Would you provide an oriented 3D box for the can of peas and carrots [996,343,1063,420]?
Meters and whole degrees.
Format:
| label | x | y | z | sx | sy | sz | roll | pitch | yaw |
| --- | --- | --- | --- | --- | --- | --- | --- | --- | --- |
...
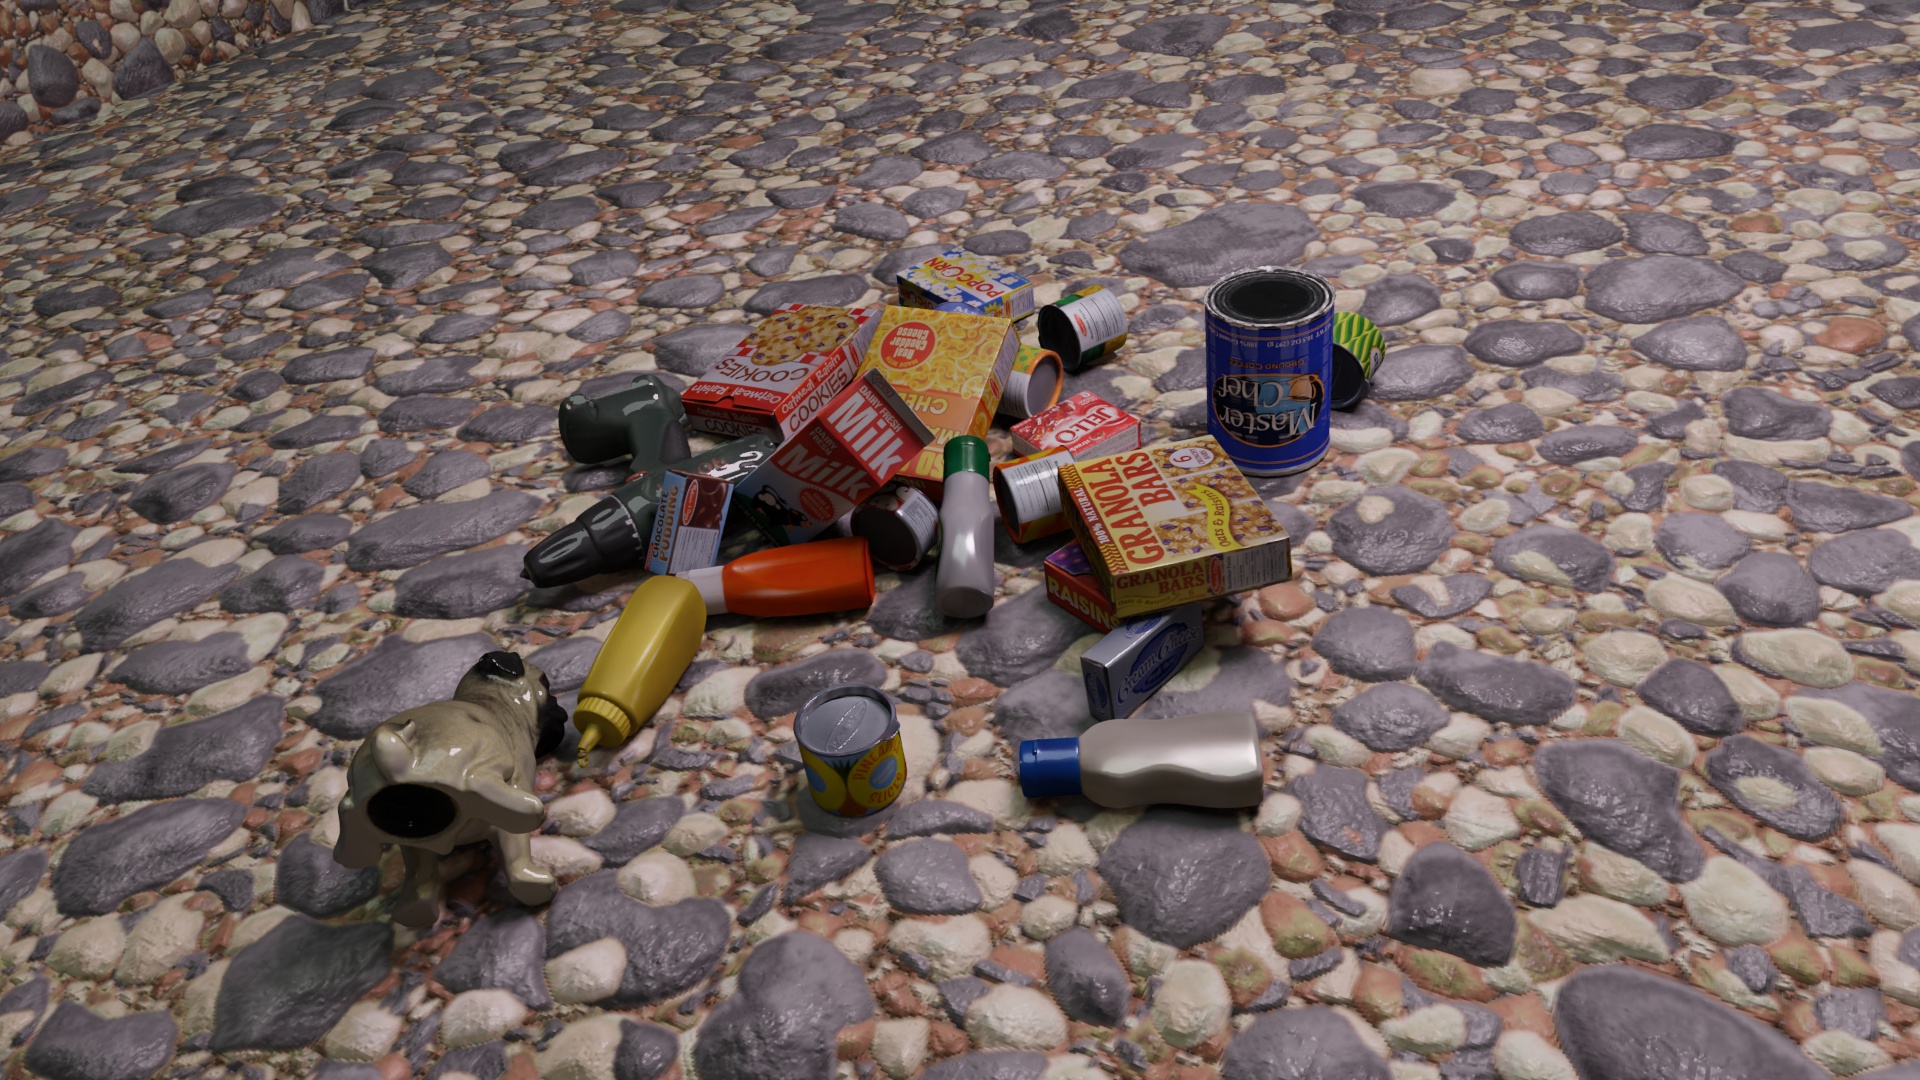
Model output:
| label | x | y | z | sx | sy | sz | roll | pitch | yaw |
| --- | --- | --- | --- | --- | --- | --- | --- | --- | --- |
| can of peas and carrots | 0.053 | -0.144 | 1.242 | 0.059 | 0.070 | 0.071 | 19 | 44 | 31 |

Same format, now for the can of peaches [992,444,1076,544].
| label | x | y | z | sx | sy | sz | roll | pitch | yaw |
| --- | --- | --- | --- | --- | --- | --- | --- | --- | --- |
| can of peaches | 0.062 | -0.035 | 1.096 | 0.058 | 0.071 | 0.071 | -17 | 37 | -11 |

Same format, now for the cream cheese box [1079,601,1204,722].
| label | x | y | z | sx | sy | sz | roll | pitch | yaw |
| --- | --- | --- | --- | --- | --- | --- | --- | --- | --- |
| cream cheese box | 0.126 | 0.075 | 0.943 | 0.104 | 0.053 | 0.024 | -35 | 39 | -32 |

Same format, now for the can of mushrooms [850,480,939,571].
| label | x | y | z | sx | sy | sz | roll | pitch | yaw |
| --- | --- | --- | --- | --- | --- | --- | --- | --- | --- |
| can of mushrooms | -0.052 | -0.011 | 1.084 | 0.071 | 0.070 | 0.034 | 13 | 42 | 27 |

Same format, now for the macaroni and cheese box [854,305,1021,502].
| label | x | y | z | sx | sy | sz | roll | pitch | yaw |
| --- | --- | --- | --- | --- | --- | --- | --- | --- | --- |
| macaroni and cheese box | -0.034 | -0.119 | 1.191 | 0.124 | 0.040 | 0.167 | 10 | 66 | 24 |

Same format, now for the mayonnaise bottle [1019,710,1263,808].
| label | x | y | z | sx | sy | sz | roll | pitch | yaw |
| --- | --- | --- | --- | --- | --- | --- | --- | --- | --- |
| mayonnaise bottle | 0.112 | 0.139 | 0.871 | 0.148 | 0.041 | 0.065 | -4 | 35 | 7 |

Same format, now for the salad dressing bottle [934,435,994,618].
| label | x | y | z | sx | sy | sz | roll | pitch | yaw |
| --- | --- | --- | --- | --- | --- | --- | --- | --- | --- |
| salad dressing bottle | 0.004 | -0.013 | 1.057 | 0.044 | 0.064 | 0.148 | -3 | 53 | 6 |

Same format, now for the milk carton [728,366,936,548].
| label | x | y | z | sx | sy | sz | roll | pitch | yaw |
| --- | --- | --- | --- | --- | --- | --- | --- | --- | --- |
| milk carton | -0.094 | -0.065 | 1.071 | 0.189 | 0.072 | 0.074 | -31 | 14 | 47 |

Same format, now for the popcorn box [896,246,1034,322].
| label | x | y | z | sx | sy | sz | roll | pitch | yaw |
| --- | --- | --- | --- | --- | --- | --- | --- | --- | --- |
| popcorn box | 0.004 | -0.253 | 1.419 | 0.085 | 0.038 | 0.127 | -29 | 41 | -25 |

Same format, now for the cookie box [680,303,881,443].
| label | x | y | z | sx | sy | sz | roll | pitch | yaw |
| --- | --- | --- | --- | --- | --- | --- | --- | --- | --- |
| cookie box | -0.165 | -0.161 | 1.303 | 0.123 | 0.040 | 0.168 | 11 | 46 | 35 |

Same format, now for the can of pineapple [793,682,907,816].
| label | x | y | z | sx | sy | sz | roll | pitch | yaw |
| --- | --- | --- | --- | --- | --- | --- | --- | --- | --- |
| can of pineapple | -0.069 | 0.136 | 0.896 | 0.071 | 0.057 | 0.071 | -6 | 37 | 4 |

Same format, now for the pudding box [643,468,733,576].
| label | x | y | z | sx | sy | sz | roll | pitch | yaw |
| --- | --- | --- | --- | --- | --- | --- | --- | --- | --- |
| pudding box | -0.213 | -0.012 | 1.091 | 0.030 | 0.083 | 0.050 | 18 | 7 | 39 |

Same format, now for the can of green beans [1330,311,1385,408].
| label | x | y | z | sx | sy | sz | roll | pitch | yaw |
| --- | --- | --- | --- | --- | --- | --- | --- | --- | --- |
| can of green beans | 0.327 | -0.157 | 1.204 | 0.071 | 0.071 | 0.058 | 16 | 42 | 29 |

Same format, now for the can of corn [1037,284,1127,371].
| label | x | y | z | sx | sy | sz | roll | pitch | yaw |
| --- | --- | --- | --- | --- | --- | --- | --- | --- | --- |
| can of corn | 0.114 | -0.200 | 1.306 | 0.058 | 0.070 | 0.071 | -26 | 40 | -23 |

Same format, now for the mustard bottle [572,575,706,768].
| label | x | y | z | sx | sy | sz | roll | pitch | yaw |
| --- | --- | --- | --- | --- | --- | --- | --- | --- | --- |
| mustard bottle | -0.233 | 0.095 | 0.980 | 0.049 | 0.065 | 0.161 | 9 | 44 | 16 |

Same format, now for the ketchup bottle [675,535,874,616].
| label | x | y | z | sx | sy | sz | roll | pitch | yaw |
| --- | --- | --- | --- | --- | --- | --- | --- | --- | --- |
| ketchup bottle | -0.142 | 0.032 | 1.062 | 0.149 | 0.043 | 0.065 | -7 | 36 | 2 |

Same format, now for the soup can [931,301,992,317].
| label | x | y | z | sx | sy | sz | roll | pitch | yaw |
| --- | --- | --- | --- | --- | --- | --- | --- | --- | --- |
| soup can | -0.006 | -0.175 | 1.292 | 0.071 | 0.071 | 0.084 | -1 | 38 | 10 |

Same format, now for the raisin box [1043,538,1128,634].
| label | x | y | z | sx | sy | sz | roll | pitch | yaw |
| --- | --- | --- | --- | --- | --- | --- | --- | --- | --- |
| raisin box | 0.135 | 0.017 | 1.031 | 0.124 | 0.039 | 0.086 | -31 | 43 | -27 |

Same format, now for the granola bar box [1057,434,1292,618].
| label | x | y | z | sx | sy | sz | roll | pitch | yaw |
| --- | --- | --- | --- | --- | --- | --- | --- | --- | --- |
| granola bar box | 0.147 | -0.013 | 0.989 | 0.124 | 0.039 | 0.166 | -12 | 30 | -4 |

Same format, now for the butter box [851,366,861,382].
| label | x | y | z | sx | sy | sz | roll | pitch | yaw |
| --- | --- | --- | --- | --- | --- | --- | --- | --- | --- |
| butter box | -0.078 | -0.157 | 1.319 | 0.053 | 0.024 | 0.104 | -12 | 36 | -3 |
